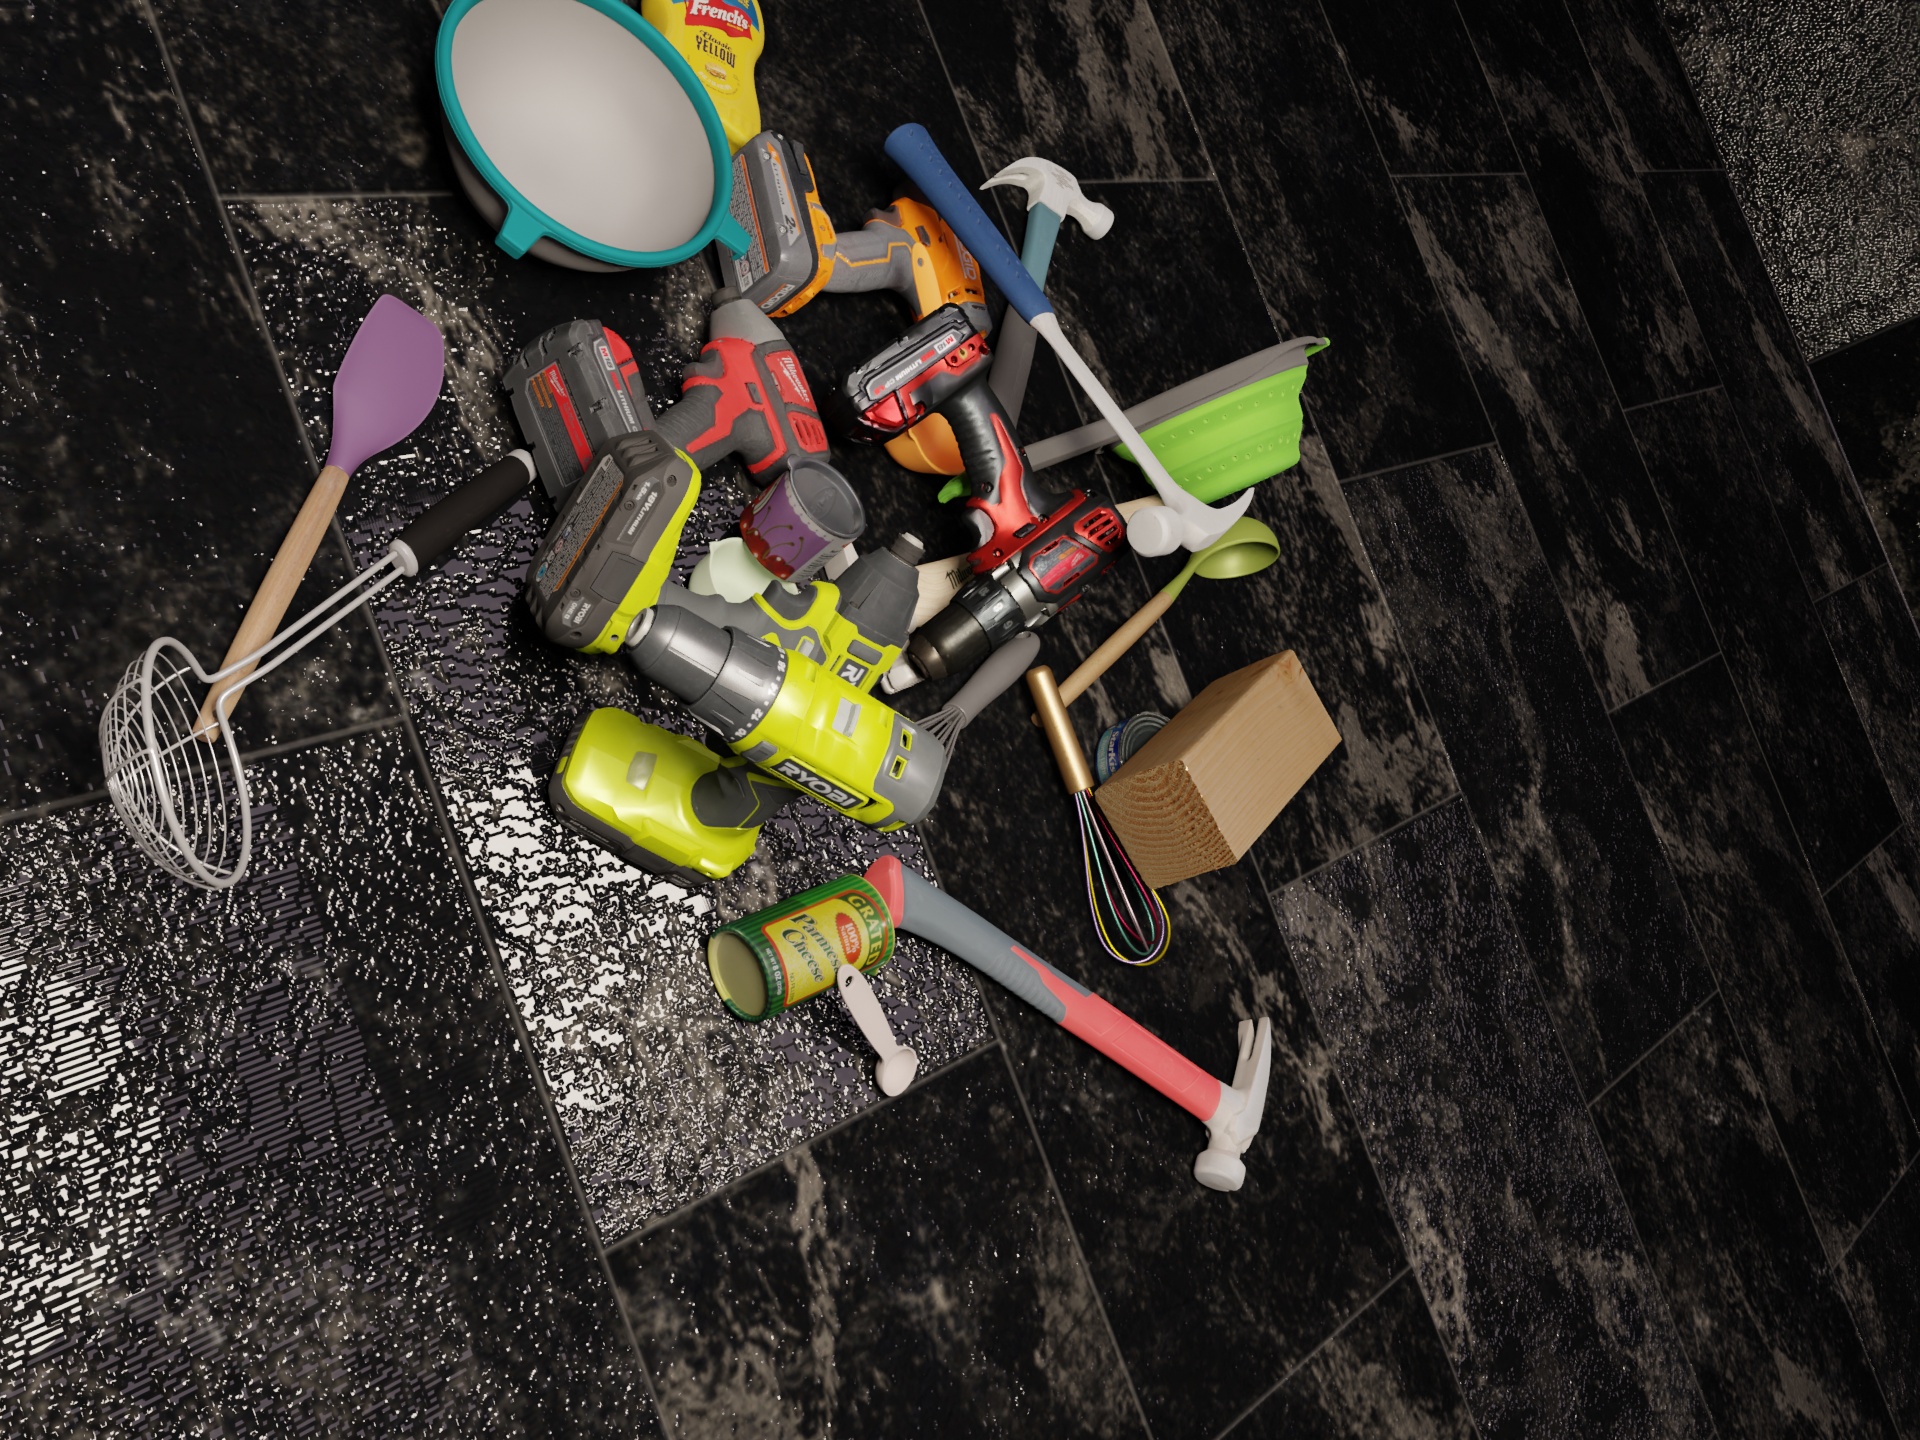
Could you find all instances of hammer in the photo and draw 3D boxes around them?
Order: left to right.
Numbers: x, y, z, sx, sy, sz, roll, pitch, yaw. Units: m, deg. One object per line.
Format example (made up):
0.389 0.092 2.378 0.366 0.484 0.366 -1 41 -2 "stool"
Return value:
0.055 -0.348 1.354 0.128 0.033 0.331 29 58 -29 "hammer"
0.060 -0.145 1.283 0.410 0.038 0.146 -23 88 -42 "hammer"
0.070 -0.286 1.174 0.144 0.035 0.406 -14 65 -49 "hammer"
0.088 0.199 1.178 0.386 0.038 0.143 37 53 -23 "hammer"

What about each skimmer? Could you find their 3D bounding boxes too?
-0.327 -0.054 0.882 0.363 0.090 0.127 -54 146 -45 "skimmer"

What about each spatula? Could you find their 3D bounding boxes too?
-0.374 -0.124 0.932 0.059 0.018 0.316 35 54 -32 "spatula"

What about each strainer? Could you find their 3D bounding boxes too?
-0.287 -0.440 1.069 0.211 0.095 0.340 -16 83 -44 "strainer"

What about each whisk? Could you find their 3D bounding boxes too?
-0.001 -0.004 1.175 0.055 0.055 0.239 54 46 -10 "whisk"
0.105 0.073 1.227 0.051 0.047 0.245 -20 90 -43 "whisk"

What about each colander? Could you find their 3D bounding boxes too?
0.155 -0.208 1.291 0.397 0.204 0.094 -25 94 -32 "colander"

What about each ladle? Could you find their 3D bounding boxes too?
0.165 -0.079 1.333 0.062 0.078 0.320 49 56 -2 "ladle"

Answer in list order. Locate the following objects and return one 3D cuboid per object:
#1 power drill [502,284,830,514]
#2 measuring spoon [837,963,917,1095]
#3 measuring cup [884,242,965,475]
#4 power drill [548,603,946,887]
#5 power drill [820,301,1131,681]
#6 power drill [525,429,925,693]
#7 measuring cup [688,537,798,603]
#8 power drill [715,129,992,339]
-0.187 -0.218 1.068 0.219 0.078 0.143 -25 96 -51 "power drill"
-0.060 0.200 1.040 0.034 0.018 0.124 -47 133 -30 "measuring spoon"
-0.030 -0.272 1.210 0.095 0.052 0.173 -27 113 -39 "measuring cup"
-0.145 0.017 0.925 0.190 0.228 0.080 32 57 -27 "power drill"
-0.006 -0.157 1.132 0.188 0.080 0.226 -38 99 -13 "power drill"
-0.137 -0.078 0.988 0.223 0.080 0.171 27 102 -36 "power drill"
-0.139 -0.108 1.114 0.083 0.038 0.168 44 35 -17 "measuring cup"
-0.080 -0.378 1.226 0.226 0.084 0.164 -3 75 -44 "power drill"
